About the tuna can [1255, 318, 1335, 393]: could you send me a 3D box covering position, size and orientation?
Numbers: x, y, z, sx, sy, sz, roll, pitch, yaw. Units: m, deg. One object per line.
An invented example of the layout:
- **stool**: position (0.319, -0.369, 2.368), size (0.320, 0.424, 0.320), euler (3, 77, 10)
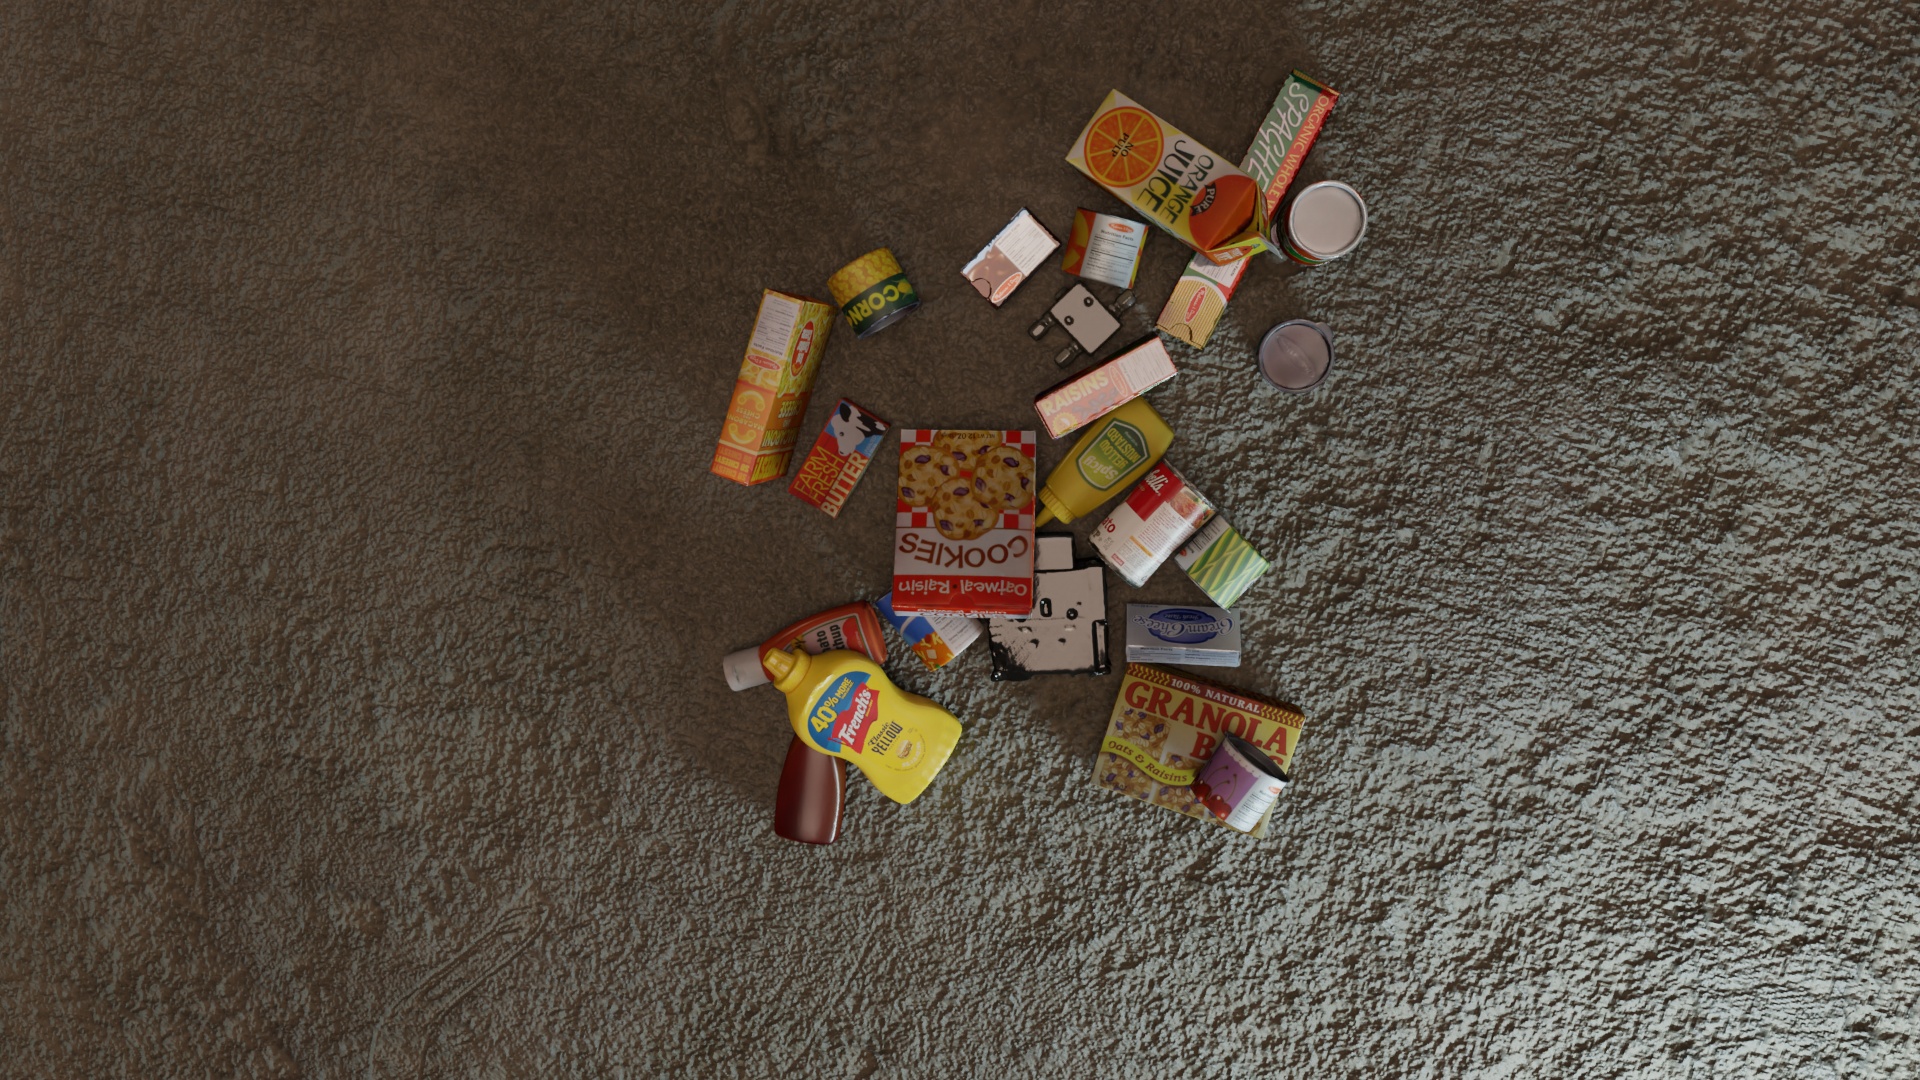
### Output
- **tuna can**: position (0.298, -0.165, 1.233), size (0.071, 0.033, 0.071), euler (1, 97, 6)

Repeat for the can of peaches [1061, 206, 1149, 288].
- **can of peaches**: position (0.127, -0.258, 1.223), size (0.071, 0.071, 0.058), euler (15, 104, 4)

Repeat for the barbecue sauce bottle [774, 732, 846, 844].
- **barbecue sauce bottle**: position (-0.138, 0.210, 1.318), size (0.065, 0.044, 0.148), euler (8, 97, 7)

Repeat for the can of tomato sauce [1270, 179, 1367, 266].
- **can of tomato sauce**: position (0.307, -0.272, 1.193), size (0.071, 0.083, 0.071), euler (1, 97, 5)

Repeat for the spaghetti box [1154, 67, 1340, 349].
- **spaghetti box**: position (0.252, -0.289, 1.225), size (0.050, 0.029, 0.249), euler (28, 99, 2)

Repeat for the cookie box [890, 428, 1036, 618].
- **cookie box**: position (0.004, -0.015, 1.234), size (0.123, 0.040, 0.168), euler (1, 72, 4)

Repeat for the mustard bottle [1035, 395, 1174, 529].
- **mustard bottle**: position (0.119, -0.061, 1.256), size (0.160, 0.049, 0.065), euler (-44, 90, 9)

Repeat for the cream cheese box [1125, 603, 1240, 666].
- **cream cheese box**: position (0.202, 0.086, 1.262), size (0.104, 0.054, 0.024), euler (2, 137, 6)

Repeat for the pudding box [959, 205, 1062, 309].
- **pudding box**: position (0.045, -0.254, 1.250), size (0.049, 0.030, 0.083), euler (45, 99, -2)

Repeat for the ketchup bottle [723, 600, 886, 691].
- **ketchup bottle**: position (-0.148, 0.105, 1.306), size (0.149, 0.043, 0.064), euler (-17, 98, 8)

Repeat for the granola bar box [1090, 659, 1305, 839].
- **granola bar box**: position (0.217, 0.188, 1.281), size (0.166, 0.039, 0.124), euler (18, 99, 4)

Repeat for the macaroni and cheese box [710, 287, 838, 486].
- **macaroni and cheese box**: position (-0.165, -0.137, 1.238), size (0.040, 0.124, 0.166), euler (20, 99, 6)

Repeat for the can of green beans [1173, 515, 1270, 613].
- **can of green beans**: position (0.235, 0.019, 1.245), size (0.071, 0.071, 0.057), euler (44, 99, -1)

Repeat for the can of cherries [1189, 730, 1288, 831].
- **can of cherries**: position (0.244, 0.213, 1.229), size (0.071, 0.071, 0.058), euler (34, 101, 1)

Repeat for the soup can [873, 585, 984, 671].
- **soup can**: position (-0.030, 0.069, 1.280), size (0.071, 0.071, 0.084), euler (-38, 93, 9)

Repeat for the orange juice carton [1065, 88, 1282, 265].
- **orange juice carton**: position (0.192, -0.298, 1.185), size (0.193, 0.072, 0.073), euler (38, 102, 15)

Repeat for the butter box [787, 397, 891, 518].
- **butter box**: position (-0.112, -0.076, 1.290), size (0.053, 0.024, 0.103), euler (31, 99, 1)

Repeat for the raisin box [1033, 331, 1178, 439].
- **raisin box**: position (0.127, -0.137, 1.227), size (0.123, 0.086, 0.040), euler (-28, 99, 8)

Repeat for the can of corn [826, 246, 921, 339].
- **can of corn**: position (-0.079, -0.222, 1.245), size (0.071, 0.071, 0.058), euler (-30, 93, 9)
